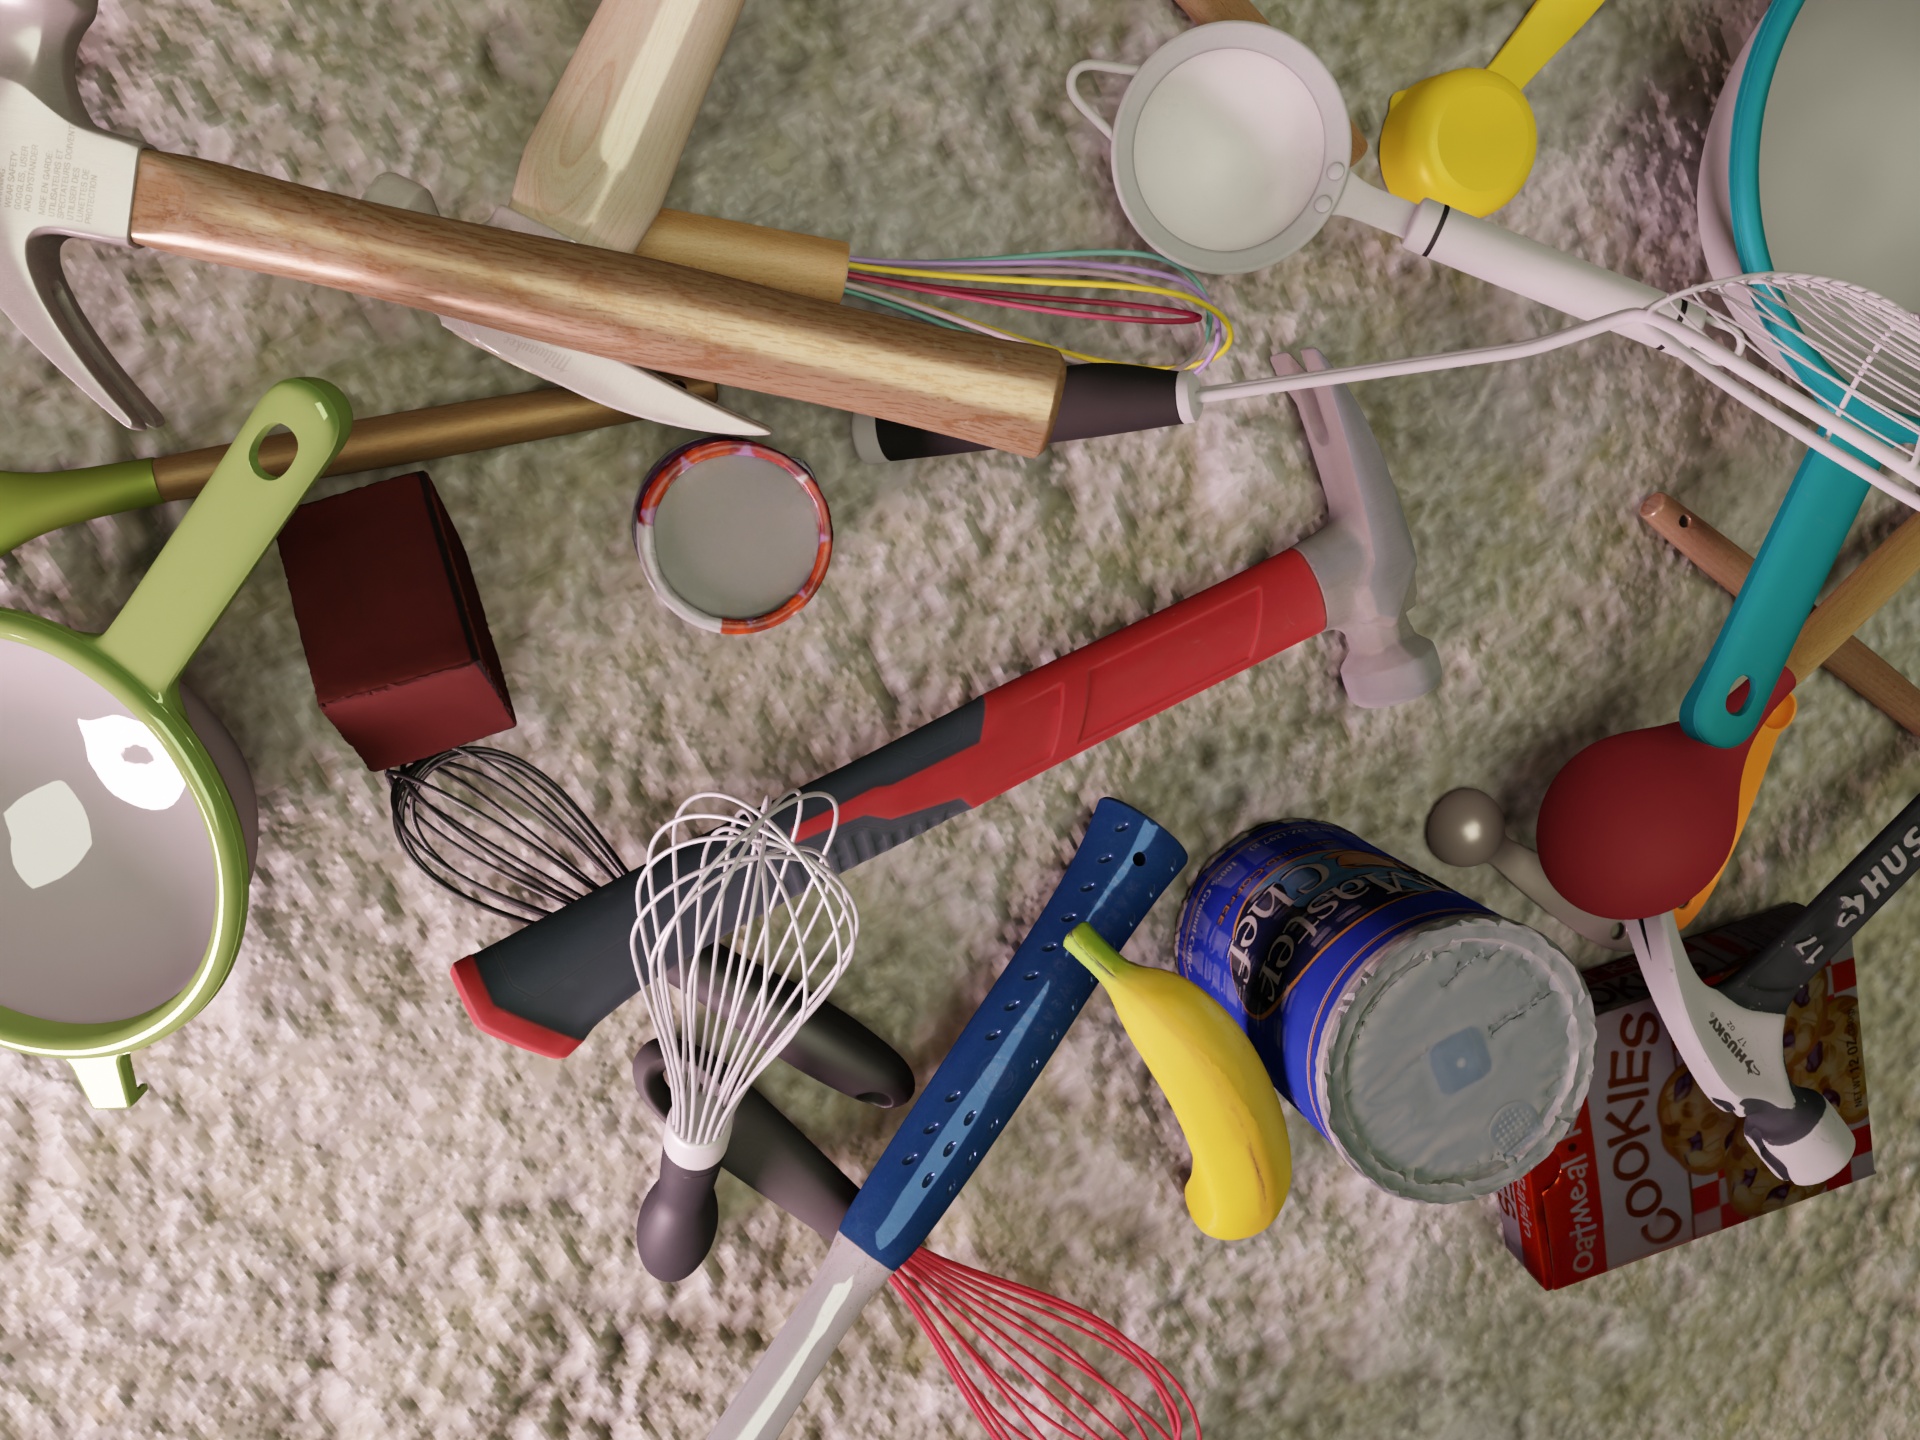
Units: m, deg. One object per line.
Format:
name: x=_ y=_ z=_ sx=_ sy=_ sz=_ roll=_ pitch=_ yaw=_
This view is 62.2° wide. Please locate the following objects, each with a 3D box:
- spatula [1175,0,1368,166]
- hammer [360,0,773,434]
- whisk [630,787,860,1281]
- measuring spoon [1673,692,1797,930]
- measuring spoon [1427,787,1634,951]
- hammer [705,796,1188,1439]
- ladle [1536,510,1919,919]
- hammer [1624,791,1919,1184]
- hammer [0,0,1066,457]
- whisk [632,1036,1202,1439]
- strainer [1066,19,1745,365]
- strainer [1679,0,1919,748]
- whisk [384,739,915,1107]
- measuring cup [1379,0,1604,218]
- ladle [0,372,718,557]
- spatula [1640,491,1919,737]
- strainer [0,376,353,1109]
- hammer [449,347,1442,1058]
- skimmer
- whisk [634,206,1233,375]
spatula: x=0.036 y=-0.306 z=0.547 sx=0.317 sy=0.044 sz=0.082 roll=39 pitch=94 yaw=-18
hammer: x=-0.043 y=-0.293 z=0.492 sx=0.146 sy=0.038 sz=0.410 roll=25 pitch=100 yaw=-11
whisk: x=-0.084 y=0.120 z=0.526 sx=0.070 sy=0.070 sz=0.284 roll=4 pitch=137 yaw=-14
measuring spoon: x=0.336 y=0.039 z=0.702 sx=0.021 sy=0.011 sz=0.117 roll=19 pitch=99 yaw=-17
measuring spoon: x=0.252 y=0.069 z=0.681 sx=0.124 sy=0.018 sz=0.034 roll=32 pitch=92 yaw=-17
hammer: x=-0.036 y=0.207 z=0.582 sx=0.144 sy=0.035 sz=0.405 roll=37 pitch=77 yaw=-5
ladle: x=0.353 y=-0.032 z=0.654 sx=0.315 sy=0.031 sz=0.069 roll=-39 pitch=73 yaw=-16
hammer: x=0.446 y=0.005 z=0.684 sx=0.409 sy=0.036 sz=0.149 roll=-41 pitch=97 yaw=-11
hammer: x=-0.130 y=-0.130 z=0.487 sx=0.331 sy=0.031 sz=0.130 roll=11 pitch=102 yaw=-10
whisk: x=-0.014 y=0.223 z=0.630 sx=0.295 sy=0.073 sz=0.073 roll=42 pitch=89 yaw=-11
strainer: x=0.159 y=-0.179 z=0.573 sx=0.258 sy=0.050 sz=0.087 roll=23 pitch=101 yaw=3
strainer: x=0.344 y=-0.154 z=0.623 sx=0.211 sy=0.095 sz=0.340 roll=21 pitch=97 yaw=-13
whisk: x=-0.108 y=0.080 z=0.586 sx=0.238 sy=0.055 sz=0.055 roll=37 pitch=91 yaw=-21
measuring cup: x=0.223 y=-0.258 z=0.606 sx=0.062 sy=0.029 sz=0.156 roll=39 pitch=92 yaw=-17
ladle: x=-0.236 y=-0.085 z=0.520 sx=0.320 sy=0.062 sz=0.078 roll=-13 pitch=95 yaw=-13
spatula: x=0.414 y=-0.013 z=0.704 sx=0.315 sy=0.018 sz=0.060 roll=31 pitch=86 yaw=-18
strainer: x=-0.252 y=-0.009 z=0.499 sx=0.151 sy=0.069 sz=0.256 roll=41 pitch=109 yaw=-5
hammer: x=-0.001 y=-0.002 z=0.571 sx=0.386 sy=0.038 sz=0.143 roll=-26 pitch=104 yaw=-16
skimmer: x=0.139 y=-0.085 z=0.527 sx=0.363 sy=0.127 sz=0.090 roll=-3 pitch=102 yaw=19
whisk: x=-0.019 y=-0.157 z=0.564 sx=0.245 sy=0.047 sz=0.051 roll=8 pitch=100 yaw=-11
